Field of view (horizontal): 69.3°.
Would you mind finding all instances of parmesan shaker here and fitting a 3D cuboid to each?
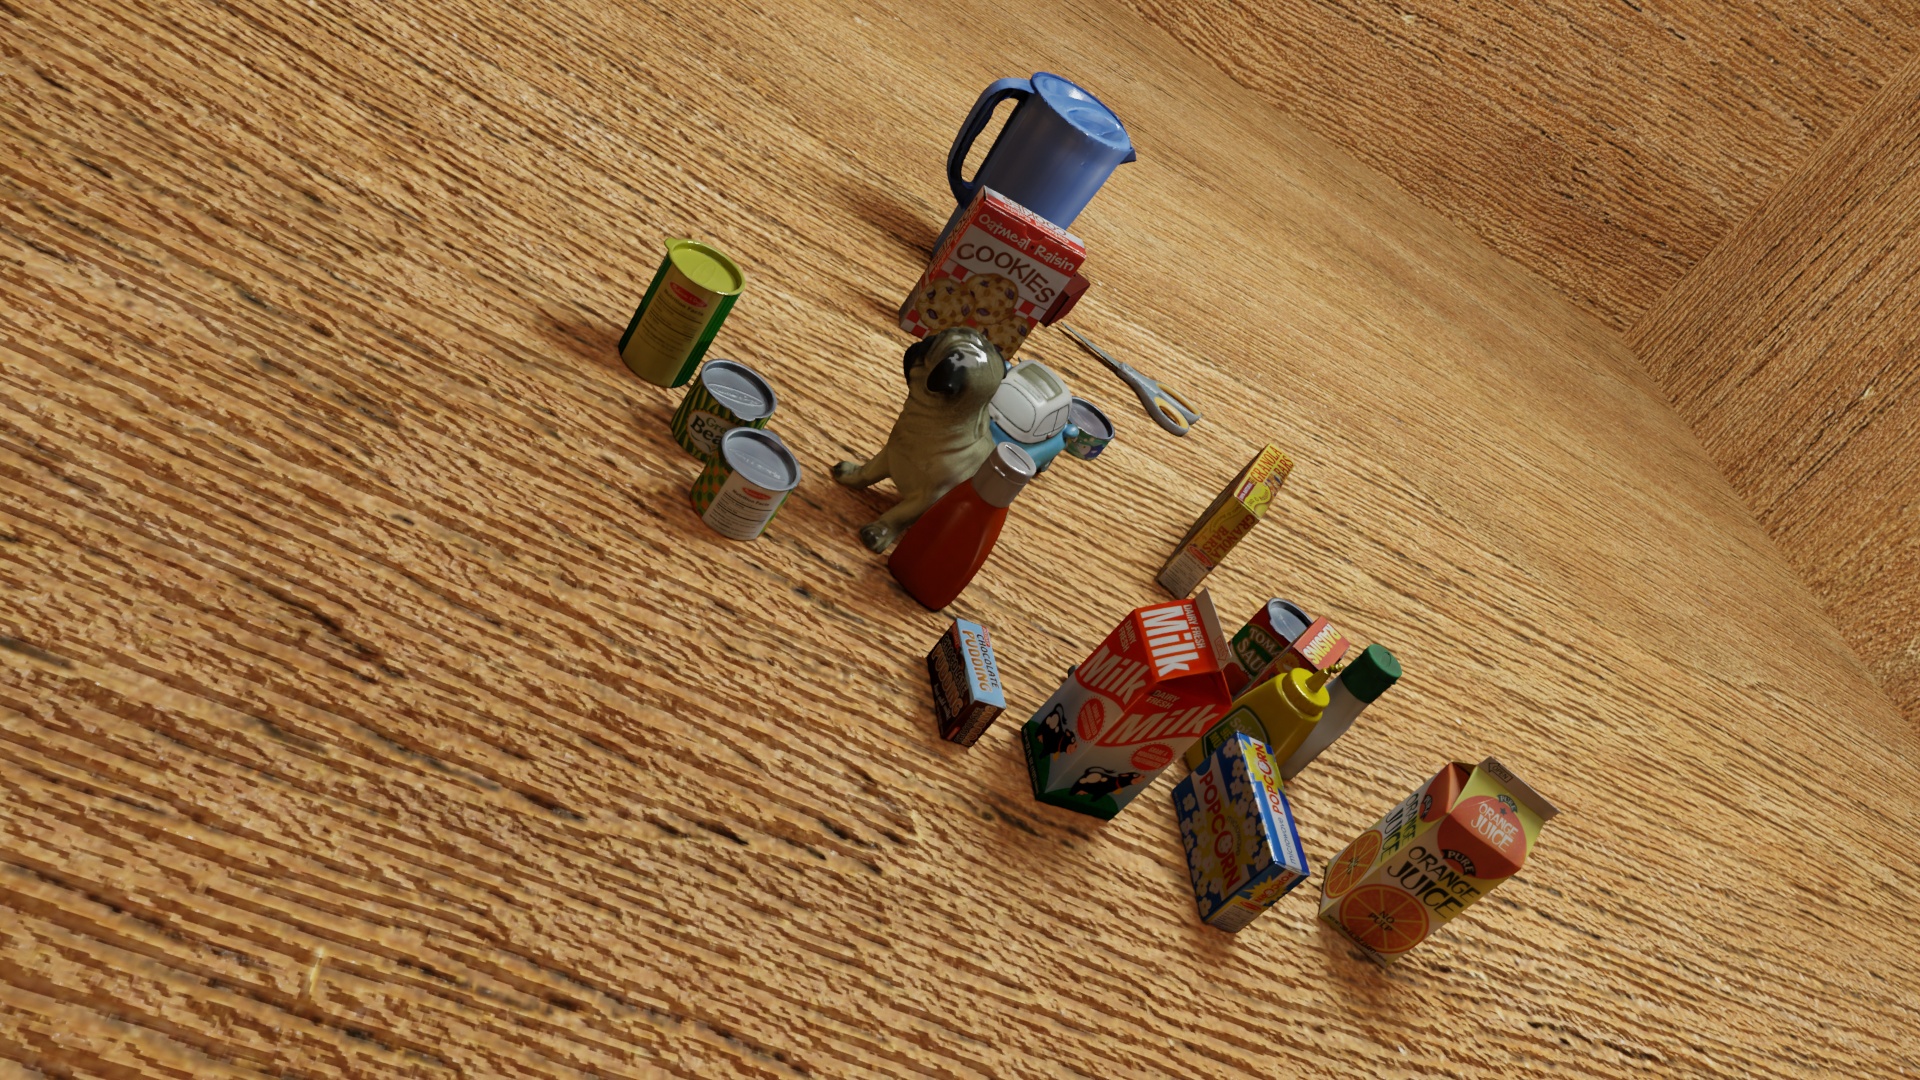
[{"bbox_3d":[-0.229,-0.184,1.123,0.071,0.102,0.072,26,34,-19],"label":"parmesan shaker"}]

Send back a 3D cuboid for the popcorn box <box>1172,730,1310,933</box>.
[{"bbox_3d":[0.213,0.223,1.067,0.038,0.085,0.127,23,35,-23],"label":"popcorn box"}]

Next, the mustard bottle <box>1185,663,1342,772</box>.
[{"bbox_3d":[0.252,0.147,1.130,0.049,0.159,0.065,-1,49,-46],"label":"mustard bottle"}]

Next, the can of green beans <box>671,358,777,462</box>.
[{"bbox_3d":[-0.188,-0.101,1.101,0.071,0.057,0.071,26,34,-19],"label":"can of green beans"}]

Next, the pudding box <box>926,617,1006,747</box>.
[{"bbox_3d":[0.004,0.106,1.040,0.030,0.049,0.084,20,36,-28],"label":"pudding box"}]

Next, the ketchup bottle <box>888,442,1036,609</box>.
[{"bbox_3d":[0.004,-0.014,1.097,0.065,0.148,0.044,45,32,10],"label":"ketchup bottle"}]

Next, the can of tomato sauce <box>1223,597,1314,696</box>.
[{"bbox_3d":[0.284,0.105,1.289,0.071,0.082,0.071,26,34,-19],"label":"can of tomato sauce"}]

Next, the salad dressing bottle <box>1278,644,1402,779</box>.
[{"bbox_3d":[0.321,0.149,1.209,0.044,0.147,0.064,43,32,6],"label":"salad dressing bottle"}]

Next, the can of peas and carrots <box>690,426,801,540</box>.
[{"bbox_3d":[-0.163,-0.044,1.053,0.071,0.058,0.071,26,34,-19],"label":"can of peas and carrots"}]

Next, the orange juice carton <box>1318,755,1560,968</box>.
[{"bbox_3d":[0.377,0.247,1.099,0.072,0.191,0.073,39,32,0],"label":"orange juice carton"}]

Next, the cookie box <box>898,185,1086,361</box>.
[{"bbox_3d":[0.031,-0.262,1.419,0.123,0.166,0.040,24,35,-22],"label":"cookie box"}]

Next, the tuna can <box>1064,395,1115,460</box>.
[{"bbox_3d":[0.125,-0.117,1.457,0.071,0.032,0.071,26,34,-19],"label":"tuna can"}]

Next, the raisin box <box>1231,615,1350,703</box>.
[{"bbox_3d":[0.277,0.129,1.213,0.040,0.122,0.086,46,32,12],"label":"raisin box"}]

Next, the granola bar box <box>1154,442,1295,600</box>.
[{"bbox_3d":[0.266,-0.021,1.390,0.039,0.123,0.166,41,32,4],"label":"granola bar box"}]

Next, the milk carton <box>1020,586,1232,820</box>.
[{"bbox_3d":[0.130,0.118,1.017,0.073,0.189,0.073,20,36,-27],"label":"milk carton"}]
